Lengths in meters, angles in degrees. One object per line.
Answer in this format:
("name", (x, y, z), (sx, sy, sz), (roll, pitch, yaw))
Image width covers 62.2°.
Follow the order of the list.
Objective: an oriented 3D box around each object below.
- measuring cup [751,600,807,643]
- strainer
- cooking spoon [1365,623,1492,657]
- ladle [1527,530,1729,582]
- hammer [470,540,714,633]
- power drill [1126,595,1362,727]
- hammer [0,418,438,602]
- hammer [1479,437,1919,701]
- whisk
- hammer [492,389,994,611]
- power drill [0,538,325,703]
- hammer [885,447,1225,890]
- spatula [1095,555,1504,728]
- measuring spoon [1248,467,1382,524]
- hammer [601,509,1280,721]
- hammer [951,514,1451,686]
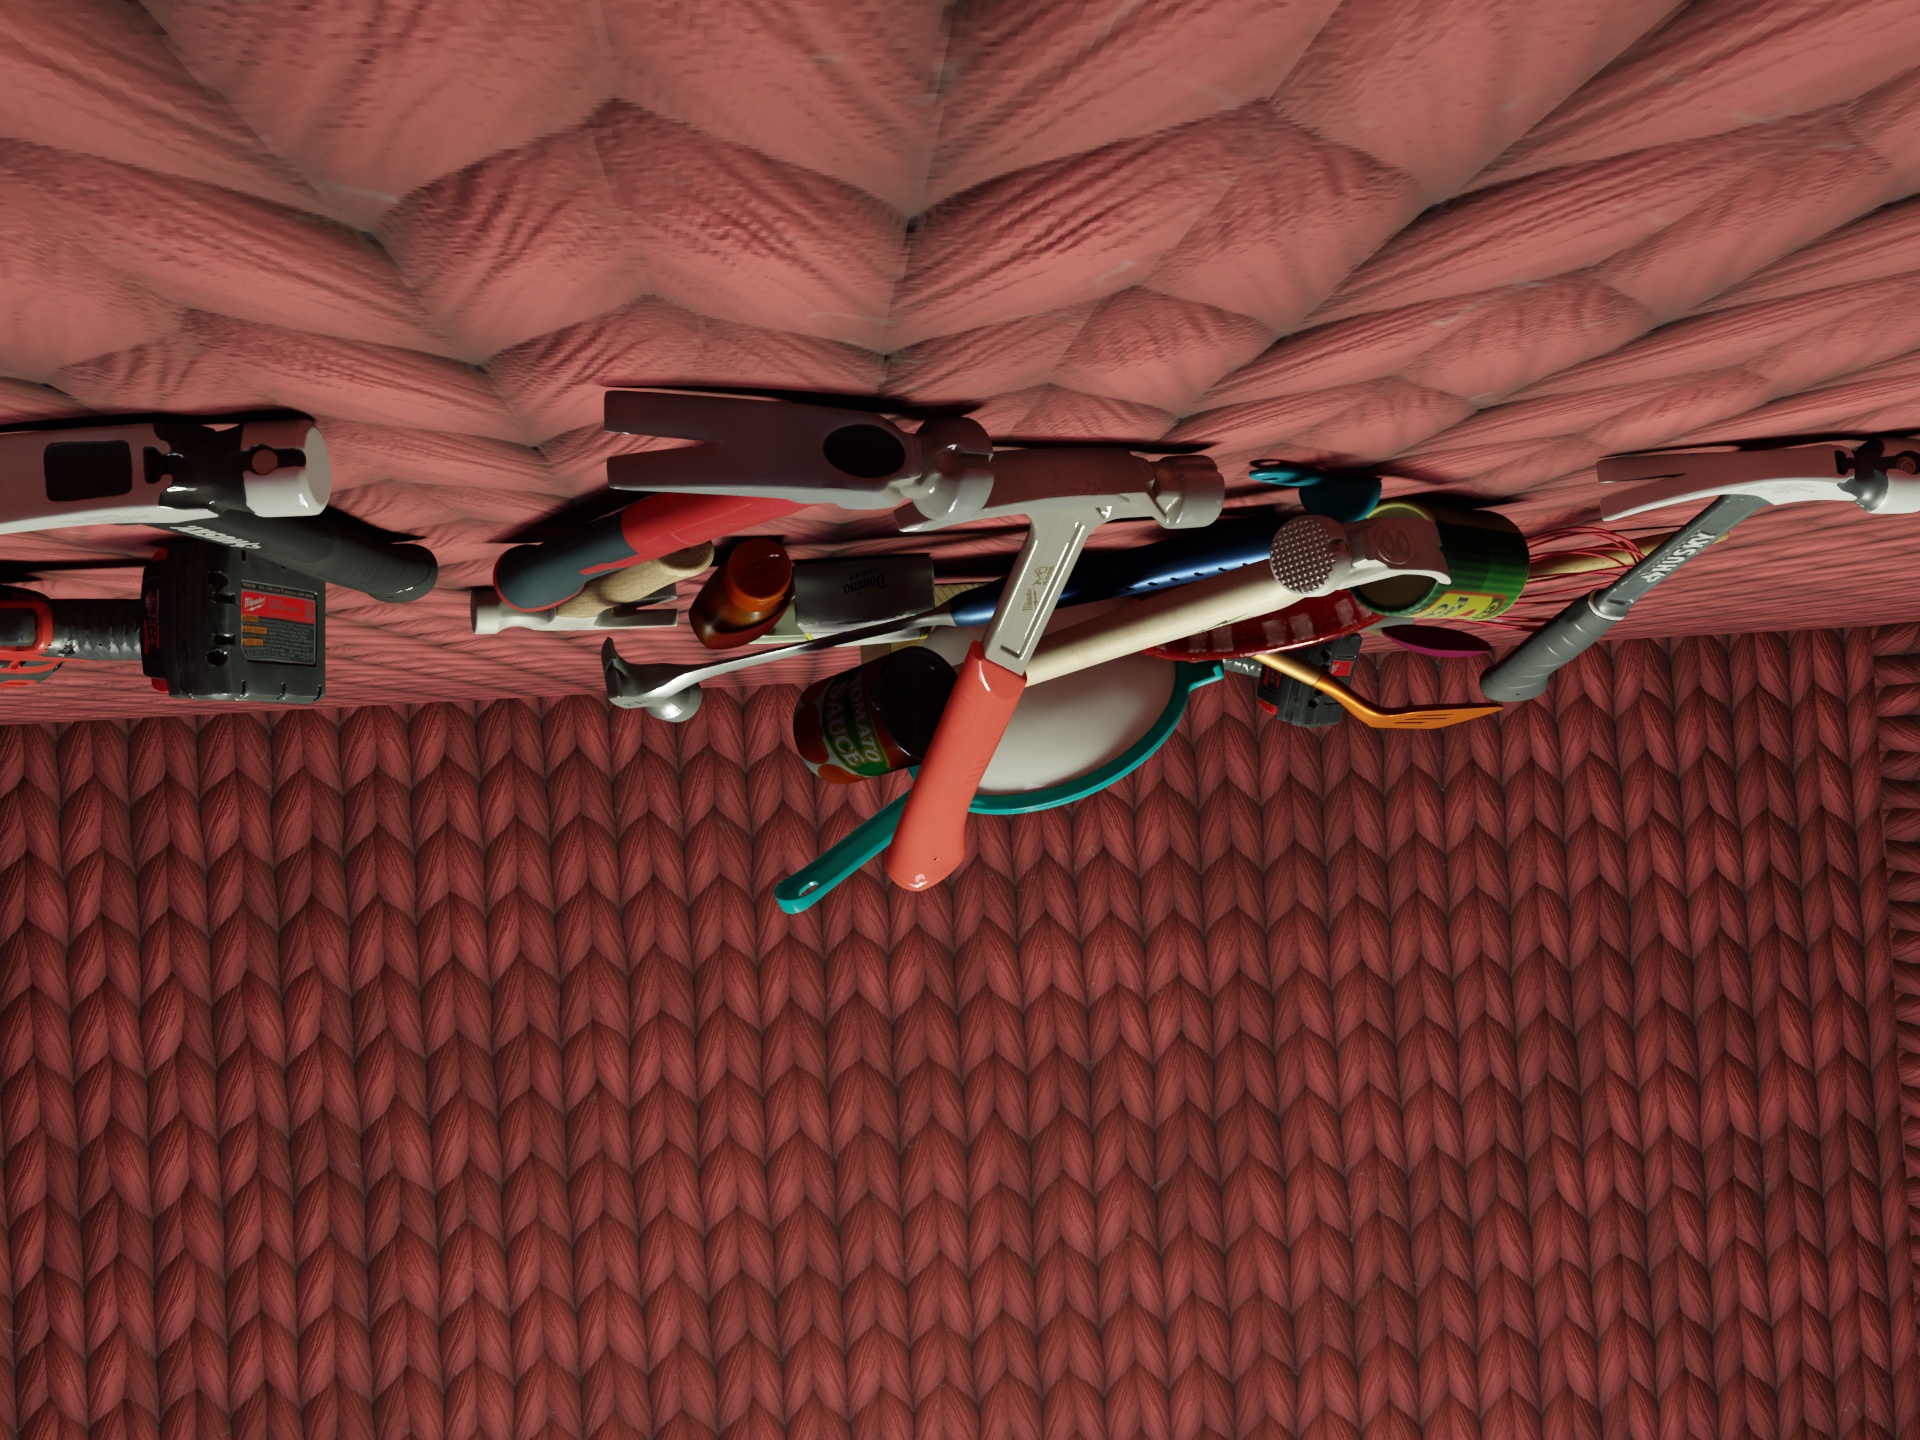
("measuring cup", (-0.155, -0.081, 1.180), (0.083, 0.038, 0.167), (-3, 177, 19))
("strainer", (-0.002, -0.003, 1.074), (0.340, 0.095, 0.211), (-37, -142, -21))
("cooking spoon", (0.324, -0.074, 1.234), (0.068, 0.017, 0.319), (1, -170, -6))
("ladle", (0.384, -0.100, 1.140), (0.315, 0.031, 0.069), (-12, -169, 11))
("hammer", (-0.208, -0.082, 0.966), (0.130, 0.031, 0.331), (-3, 179, -25))
("power drill", (0.198, -0.060, 1.282), (0.220, 0.078, 0.143), (17, -171, 25))
("hammer", (-0.294, -0.078, 0.675), (0.146, 0.035, 0.335), (-4, 180, -3))
("hammer", (0.386, -0.073, 0.943), (0.149, 0.036, 0.408), (0, 166, 0))
("whisk", (0.324, -0.081, 1.081), (0.296, 0.073, 0.073), (-9, 179, 1))
("hammer", (-0.150, -0.084, 0.697), (0.143, 0.038, 0.386), (-1, 179, -33))
("power drill", (-0.466, -0.049, 0.813), (0.226, 0.080, 0.188), (0, 179, 7))
("hammer", (0.002, -0.007, 0.799), (0.149, 0.037, 0.358), (-6, 150, -20))
("spatula", (0.235, -0.050, 1.131), (0.322, 0.041, 0.081), (25, 161, -15))
("measuring spoon", (0.172, -0.109, 0.781), (0.042, 0.021, 0.128), (-4, 180, 34))
("hammer", (-0.015, -0.060, 0.925), (0.405, 0.035, 0.144), (-12, 173, 9))
("hammer", (0.075, -0.043, 0.920), (0.410, 0.038, 0.146), (-17, 173, 42))
